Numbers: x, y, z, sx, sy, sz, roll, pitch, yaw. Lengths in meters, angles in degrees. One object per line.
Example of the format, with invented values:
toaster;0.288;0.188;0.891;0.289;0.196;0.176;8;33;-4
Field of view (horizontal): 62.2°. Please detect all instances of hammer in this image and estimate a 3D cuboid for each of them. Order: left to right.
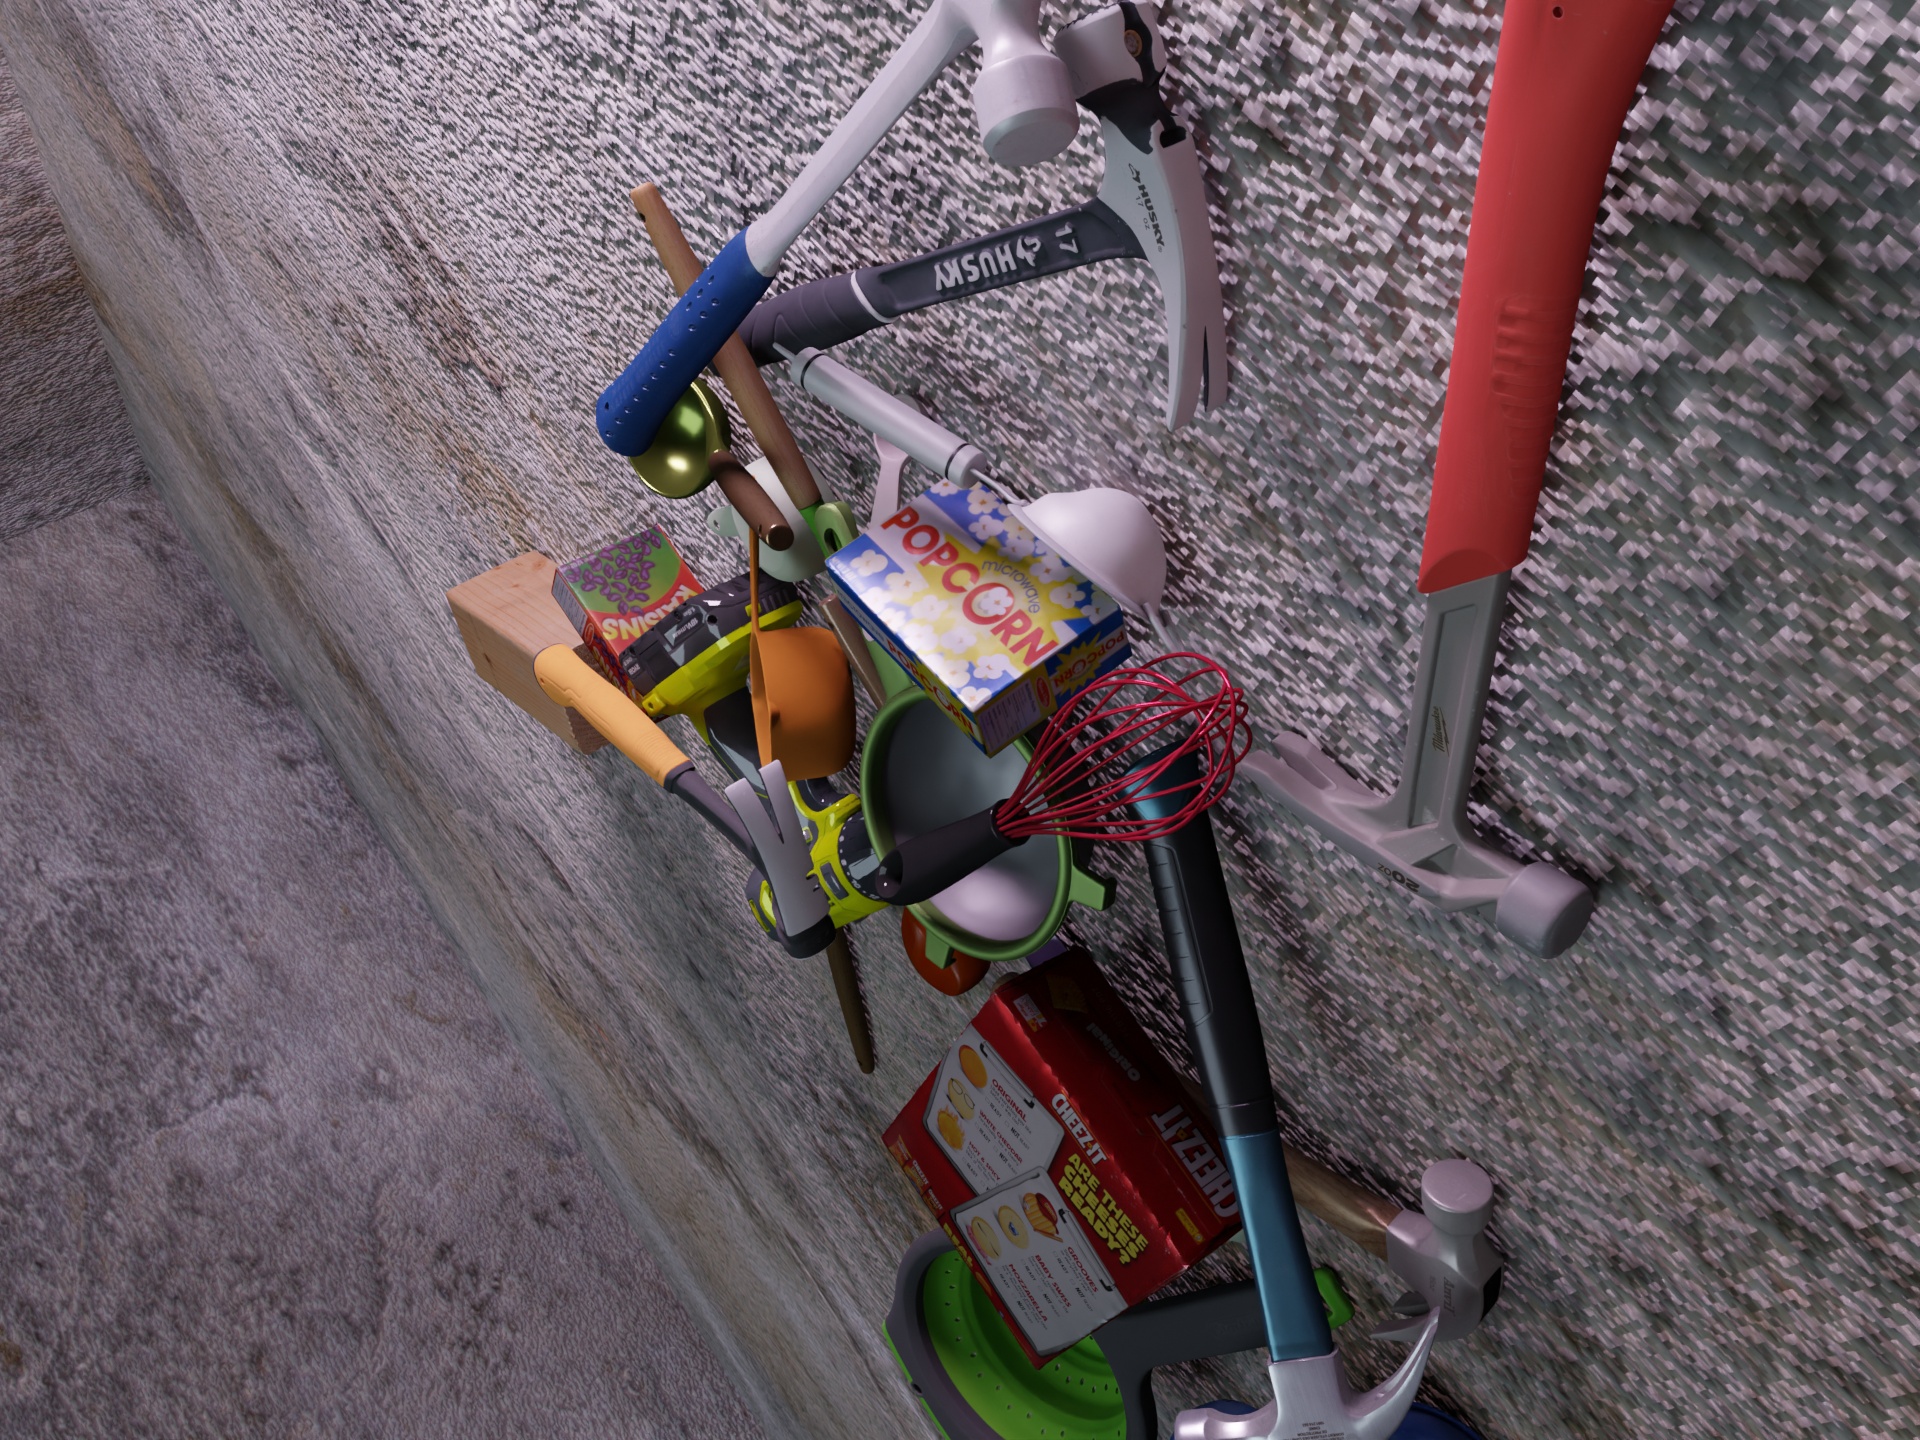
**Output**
hammer;-0.188;0.019;0.981;0.337;0.034;0.127;33;146;46
hammer;-0.083;-0.218;0.701;0.405;0.035;0.144;-26;73;56
hammer;-0.026;-0.194;0.732;0.409;0.036;0.149;8;124;58
hammer;0.135;0.216;0.841;0.332;0.031;0.130;24;136;45
hammer;0.126;0.173;0.722;0.128;0.033;0.331;-15;86;19
hammer;0.164;-0.082;0.519;0.149;0.037;0.358;36;145;38

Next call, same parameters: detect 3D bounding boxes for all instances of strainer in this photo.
strainer;-0.001;-0.003;0.839;0.151;0.069;0.256;-30;82;48
strainer;0.009;-0.111;0.707;0.259;0.086;0.050;35;101;22

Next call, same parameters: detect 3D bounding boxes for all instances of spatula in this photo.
spatula;0.006;0.064;0.904;0.060;0.018;0.315;-1;124;60

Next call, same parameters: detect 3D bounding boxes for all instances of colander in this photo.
colander;0.109;0.376;1.014;0.397;0.094;0.204;-35;85;45

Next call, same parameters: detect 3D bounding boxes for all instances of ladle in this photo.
ladle;-0.136;-0.133;0.850;0.320;0.062;0.078;-130;41;-65
ladle;-0.096;0.159;1.195;0.069;0.031;0.315;28;141;39

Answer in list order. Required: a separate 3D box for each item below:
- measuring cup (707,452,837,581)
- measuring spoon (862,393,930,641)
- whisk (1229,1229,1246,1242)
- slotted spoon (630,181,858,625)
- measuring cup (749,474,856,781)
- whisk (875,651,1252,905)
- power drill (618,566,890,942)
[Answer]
measuring cup;-0.129;-0.119;0.968;0.168;0.038;0.083;3;119;56
measuring spoon;-0.033;-0.101;0.798;0.034;0.018;0.124;16;101;43
whisk;0.098;0.291;0.978;0.246;0.059;0.058;-13;77;57
slotted spoon;-0.095;-0.139;0.857;0.070;0.031;0.313;8;130;58
measuring cup;-0.090;-0.052;0.895;0.095;0.052;0.173;-158;65;-76
whisk;0.034;0.041;0.727;0.073;0.073;0.296;59;144;2
power drill;-0.105;0.022;1.010;0.190;0.080;0.228;-29;91;46
